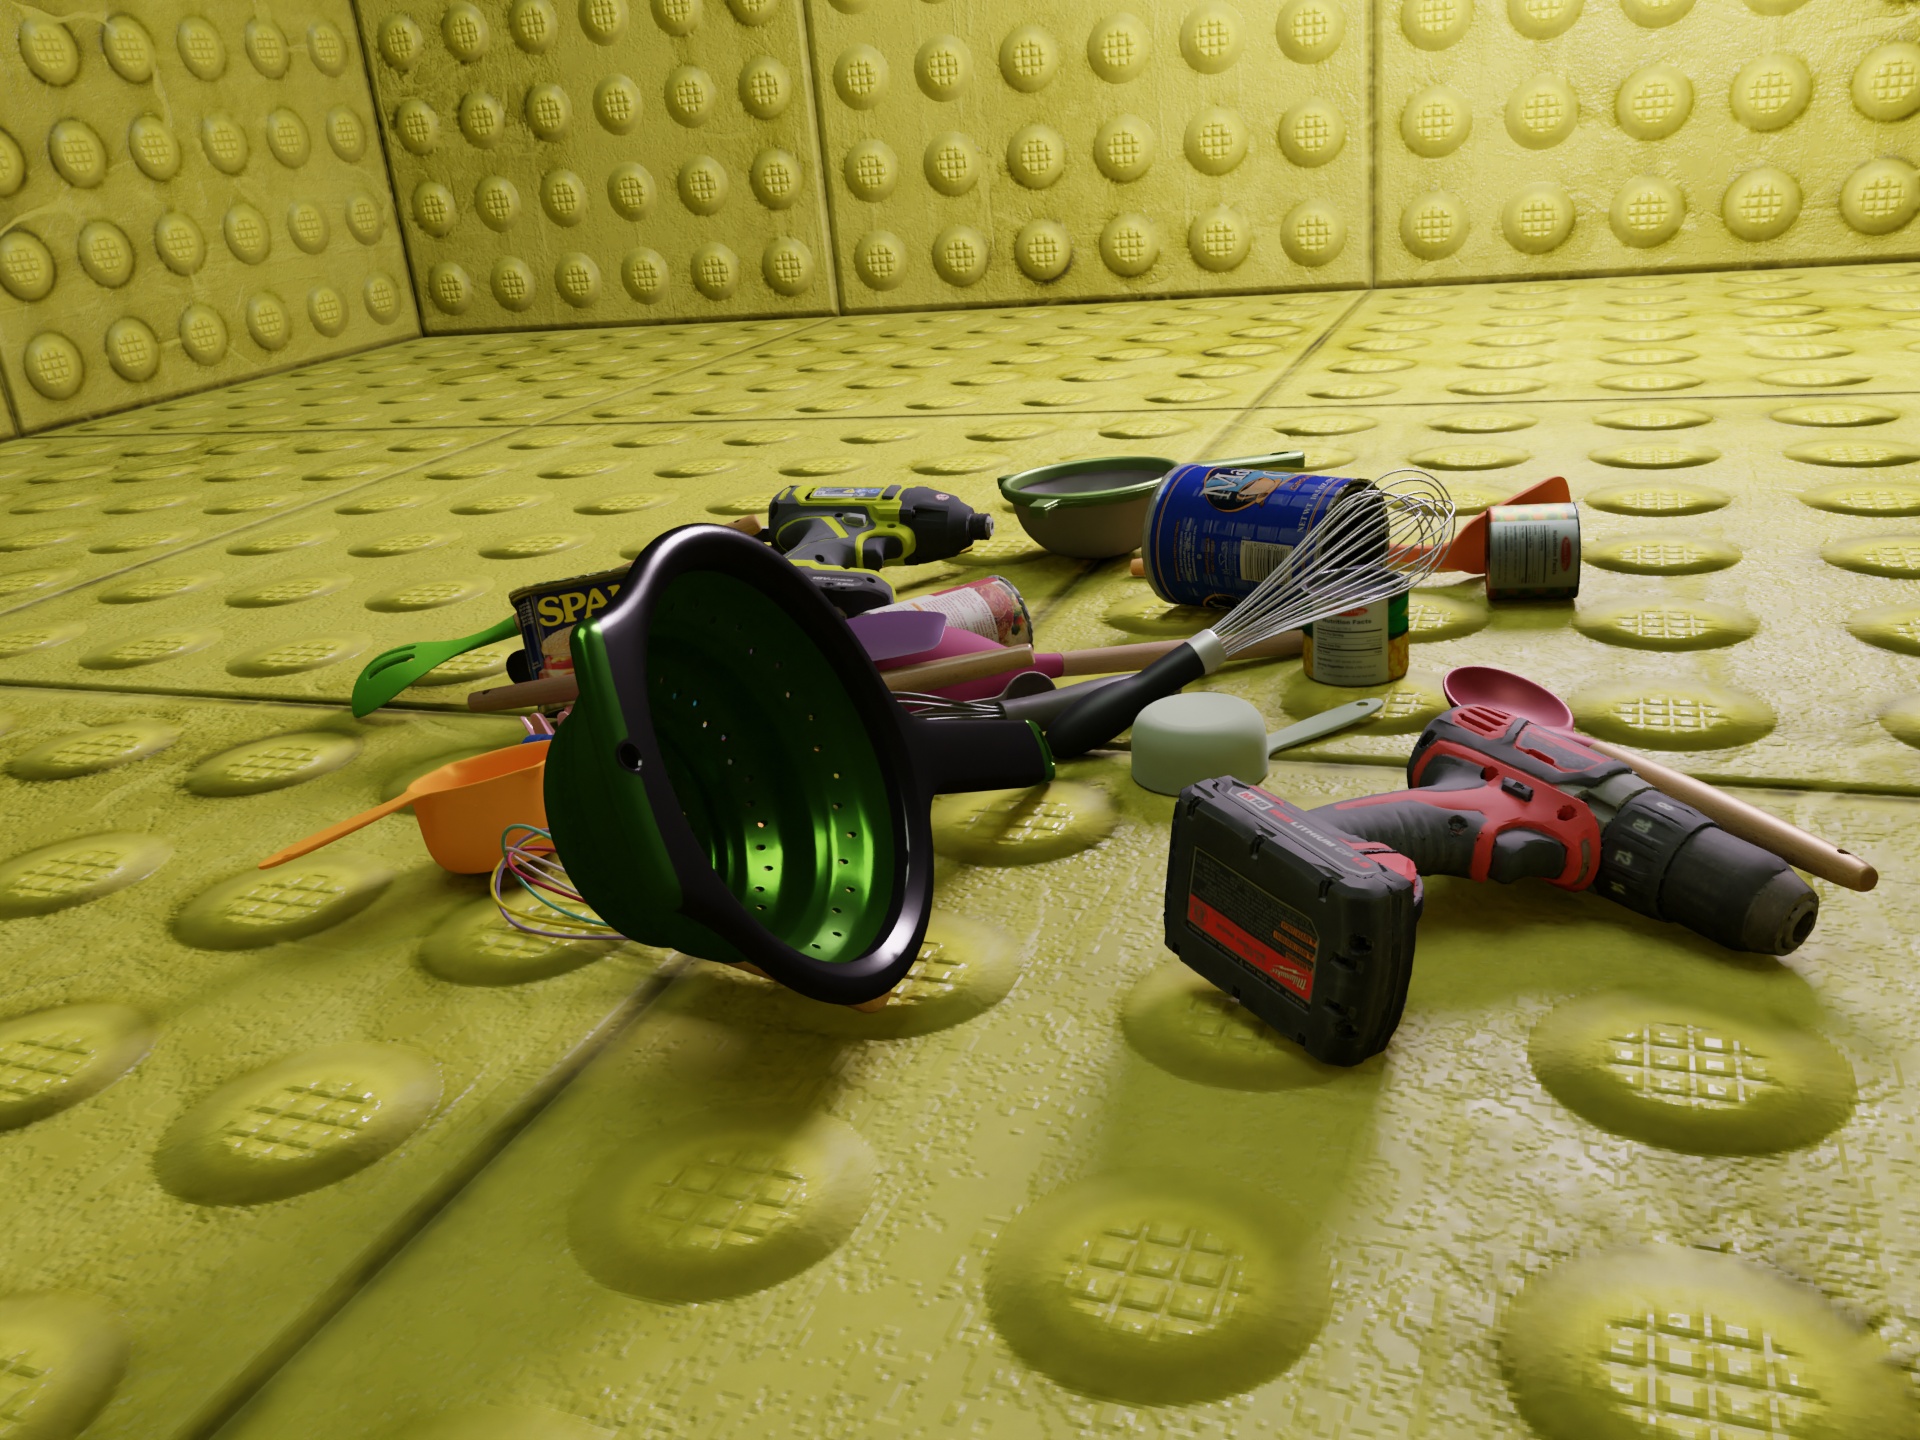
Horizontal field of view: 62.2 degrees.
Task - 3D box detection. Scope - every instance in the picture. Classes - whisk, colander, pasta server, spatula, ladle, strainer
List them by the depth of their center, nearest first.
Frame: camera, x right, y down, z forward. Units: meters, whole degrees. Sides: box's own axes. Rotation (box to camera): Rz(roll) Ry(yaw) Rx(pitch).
[{"bbox_3d":[-0.067,0.030,0.731,0.094,0.204,0.397,-23,-10,24],"label":"colander"},{"bbox_3d":[-0.132,0.090,0.741,0.245,0.051,0.047,12,22,33],"label":"whisk"},{"bbox_3d":[0.326,0.023,0.773,0.069,0.031,0.316,0,15,-11],"label":"ladle"},{"bbox_3d":[0.171,-0.056,0.930,0.284,0.070,0.070,-32,25,-5],"label":"whisk"},{"bbox_3d":[0.025,-0.003,0.935,0.239,0.055,0.055,-10,21,-21],"label":"whisk"},{"bbox_3d":[-0.111,-0.015,0.953,0.316,0.040,0.060,-11,4,11],"label":"pasta server"},{"bbox_3d":[-0.161,-0.034,0.983,0.316,0.018,0.060,-9,32,13],"label":"spatula"},{"bbox_3d":[0.285,-0.130,1.190,0.322,0.080,0.041,-1,53,23],"label":"spatula"},{"bbox_3d":[0.162,-0.178,1.313,0.256,0.069,0.152,-8,19,-8],"label":"strainer"}]

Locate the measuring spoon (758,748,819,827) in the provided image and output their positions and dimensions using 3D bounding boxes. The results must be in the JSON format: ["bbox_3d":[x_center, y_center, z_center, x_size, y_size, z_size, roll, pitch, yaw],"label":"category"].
[{"bbox_3d":[-0.097,0.045,0.895,0.021,0.011,0.117,8,26,5],"label":"measuring spoon"}]

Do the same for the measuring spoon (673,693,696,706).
[{"bbox_3d":[-0.148,-0.002,1.024,0.128,0.021,0.042,2,15,-6],"label":"measuring spoon"}]

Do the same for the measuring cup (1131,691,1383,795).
[{"bbox_3d":[0.171,-0.002,0.897,0.167,0.038,0.083,-17,24,-22],"label":"measuring cup"}]

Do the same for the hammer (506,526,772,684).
[{"bbox_3d":[-0.214,-0.094,1.241,0.146,0.035,0.335,7,26,37],"label":"hammer"}]

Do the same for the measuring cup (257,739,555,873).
[{"bbox_3d":[-0.272,0.061,0.822,0.095,0.052,0.173,-1,19,45],"label":"measuring cup"}]

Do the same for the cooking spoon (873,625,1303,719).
[{"bbox_3d":[0.087,-0.038,1.004,0.319,0.069,0.017,-6,-9,-16],"label":"cooking spoon"}]

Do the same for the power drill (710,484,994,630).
[{"bbox_3d":[-0.079,-0.109,1.145,0.171,0.080,0.223,3,30,15],"label":"power drill"}]

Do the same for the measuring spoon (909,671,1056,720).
[{"bbox_3d":[-0.002,-0.003,0.966,0.124,0.034,0.018,-14,11,-8],"label":"measuring spoon"}]

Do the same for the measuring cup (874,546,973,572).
[{"bbox_3d":[-0.051,-0.114,1.269,0.156,0.029,0.062,-16,24,-35],"label":"measuring cup"}]

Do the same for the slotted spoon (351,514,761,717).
[{"bbox_3d":[-0.286,-0.079,1.112,0.314,0.031,0.070,-23,26,-1],"label":"slotted spoon"}]

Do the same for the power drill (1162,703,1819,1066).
[{"bbox_3d":[0.219,0.066,0.666,0.226,0.080,0.188,-14,29,-31],"label":"power drill"}]
